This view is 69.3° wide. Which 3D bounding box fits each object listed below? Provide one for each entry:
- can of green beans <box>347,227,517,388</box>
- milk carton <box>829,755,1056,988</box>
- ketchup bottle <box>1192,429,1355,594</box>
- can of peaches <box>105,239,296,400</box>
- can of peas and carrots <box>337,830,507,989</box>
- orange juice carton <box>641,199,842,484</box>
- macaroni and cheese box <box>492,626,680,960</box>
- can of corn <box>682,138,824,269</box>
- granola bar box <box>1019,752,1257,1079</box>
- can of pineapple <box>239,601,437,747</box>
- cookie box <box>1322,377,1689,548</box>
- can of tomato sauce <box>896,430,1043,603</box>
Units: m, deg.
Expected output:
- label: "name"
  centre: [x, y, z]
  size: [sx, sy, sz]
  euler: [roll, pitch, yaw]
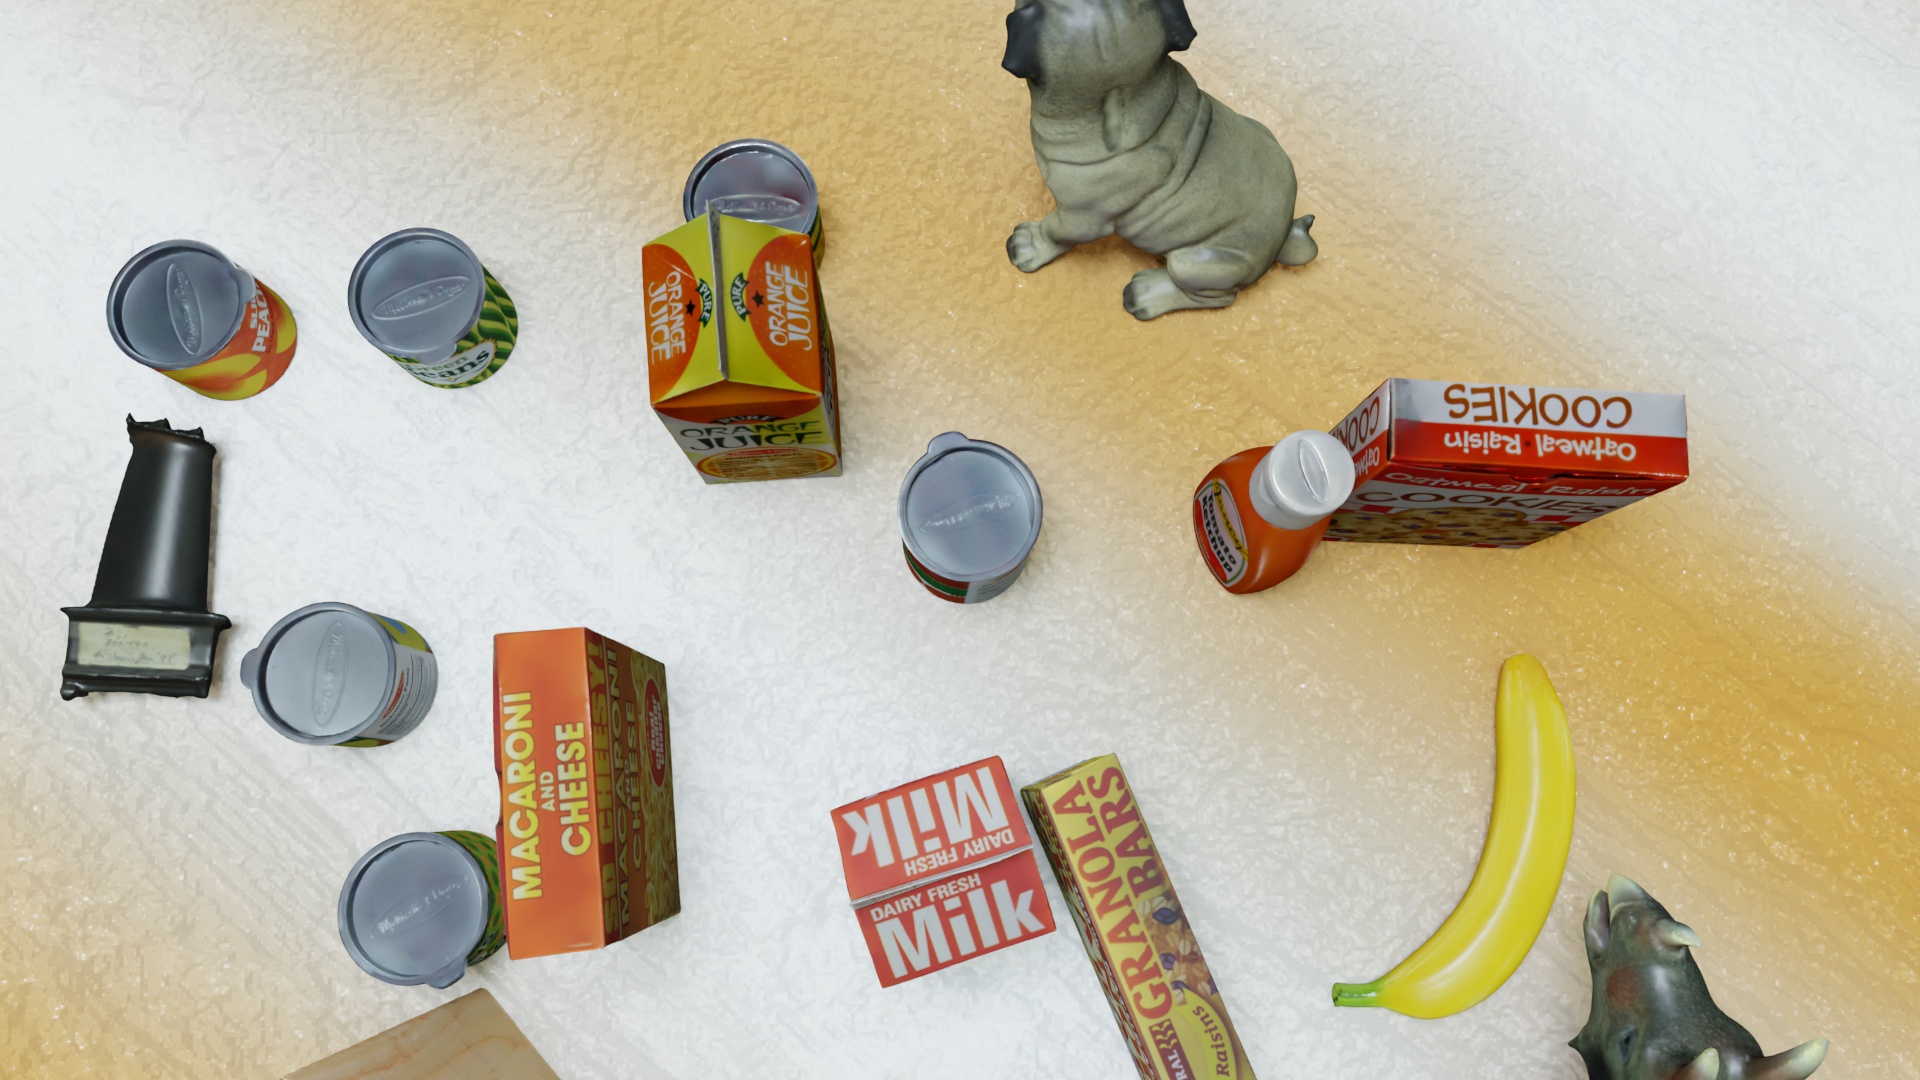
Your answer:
- label: "can of green beans"
  centre: [-0.262, -0.115, 0.696]
  size: [0.071, 0.057, 0.071]
  euler: [0, 79, -1]
- label: "milk carton"
  centre: [-0.008, 0.136, 0.586]
  size: [0.072, 0.190, 0.073]
  euler: [-18, 80, -4]
- label: "ketchup bottle"
  centre: [0.143, -0.016, 0.640]
  size: [0.043, 0.148, 0.065]
  euler: [-17, 80, -4]
- label: "can of peaches"
  centre: [-0.373, -0.109, 0.692]
  size: [0.071, 0.058, 0.071]
  euler: [0, 79, -1]
- label: "can of peas and carrots"
  centre: [-0.241, 0.169, 0.641]
  size: [0.071, 0.058, 0.071]
  euler: [0, 79, -1]
- label: "orange juice carton"
  centre: [-0.096, -0.081, 0.625]
  size: [0.073, 0.192, 0.072]
  euler: [-5, 80, -2]
- label: "macaroni and cheese box"
  centre: [-0.158, 0.108, 0.600]
  size: [0.040, 0.166, 0.124]
  euler: [-6, 80, -2]
- label: "can of corn"
  centre: [-0.104, -0.159, 0.708]
  size: [0.071, 0.058, 0.071]
  euler: [0, 79, -1]
- label: "granola bar box"
  centre: [0.077, 0.179, 0.613]
  size: [0.039, 0.124, 0.165]
  euler: [-22, 81, -5]
- label: "can of pineapple"
  centre: [-0.292, 0.064, 0.660]
  size: [0.071, 0.057, 0.071]
  euler: [0, 79, -1]
- label: "cookie box"
  centre: [0.230, -0.029, 0.636]
  size: [0.123, 0.167, 0.040]
  euler: [3, 80, -1]
- label: "can of tomato sauce"
  centre: [0.002, -0.008, 0.669]
  size: [0.071, 0.083, 0.071]
  euler: [0, 79, -1]
